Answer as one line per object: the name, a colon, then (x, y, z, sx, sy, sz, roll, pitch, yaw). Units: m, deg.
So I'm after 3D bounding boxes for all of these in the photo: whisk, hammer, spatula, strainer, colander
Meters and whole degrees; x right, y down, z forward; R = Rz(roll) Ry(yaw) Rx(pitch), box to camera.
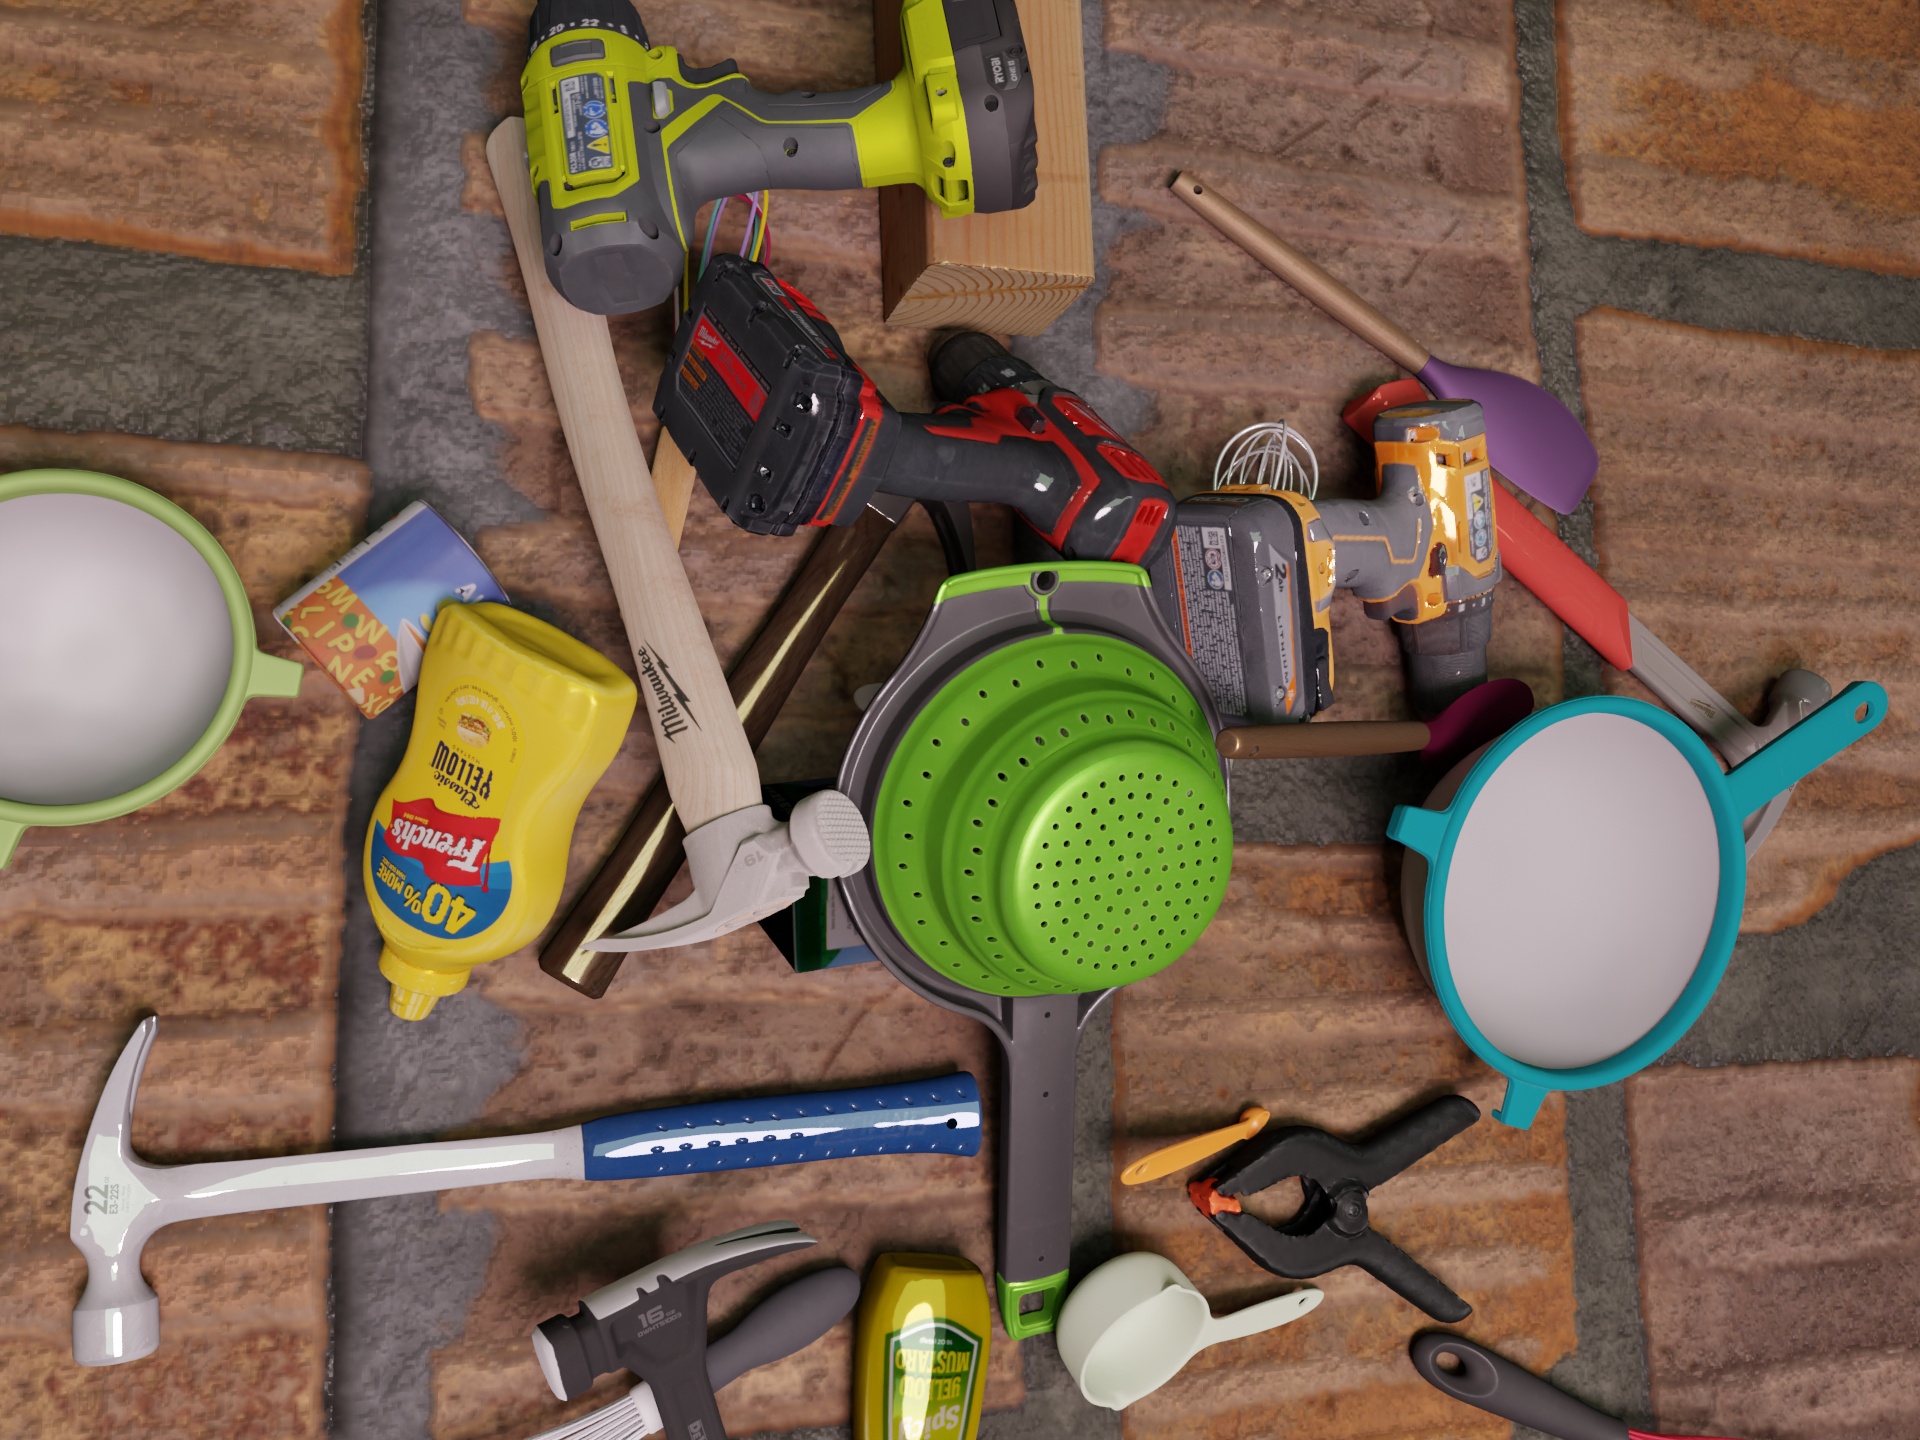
whisk: (0.150, -0.047, 0.869, 0.058, 0.059, 0.246, 12, 85, 0)
hammer: (-0.165, -0.098, 0.746, 0.038, 0.146, 0.411, 7, 61, -60)
spatula: (0.253, -0.227, 0.936, 0.315, 0.018, 0.060, 32, 84, -12)
hammer: (-0.188, 0.196, 0.742, 0.405, 0.035, 0.144, -2, 84, -17)
whisk: (-0.169, 0.330, 0.726, 0.284, 0.070, 0.070, -25, 91, -23)
whisk: (-0.137, -0.166, 0.803, 0.047, 0.051, 0.245, 11, 84, 6)
strainer: (-0.412, -0.073, 0.687, 0.151, 0.069, 0.256, -34, 93, -15)
colander: (0.052, 0.130, 0.728, 0.204, 0.095, 0.397, -6, 107, -22)
whisk: (0.380, 0.406, 0.884, 0.295, 0.073, 0.073, 26, 77, -6)
hammer: (0.362, -0.066, 0.942, 0.359, 0.037, 0.149, 39, 74, -10)
strainer: (0.372, 0.059, 0.895, 0.340, 0.095, 0.211, -29, 105, -18)
hammer: (-0.087, 0.400, 0.724, 0.127, 0.034, 0.337, -19, 99, -28)
hammer: (-0.102, -0.011, 0.795, 0.130, 0.031, 0.331, 33, 76, -10)

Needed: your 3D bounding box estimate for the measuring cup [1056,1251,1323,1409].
measuring cup: (0.120, 0.303, 0.824, 0.167, 0.038, 0.083, 2, 116, -35)

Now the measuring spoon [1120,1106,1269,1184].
measuring spoon: (0.121, 0.219, 0.824, 0.117, 0.011, 0.021, -6, 126, -42)

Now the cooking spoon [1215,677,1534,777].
cooking spoon: (0.222, 0.009, 0.811, 0.318, 0.017, 0.068, -1, 125, -48)

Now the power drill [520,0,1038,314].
power drill: (-0.089, -0.295, 0.733, 0.228, 0.080, 0.191, -10, 70, 0)

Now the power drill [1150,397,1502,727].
power drill: (0.207, -0.059, 0.839, 0.226, 0.084, 0.185, -23, 111, -36)

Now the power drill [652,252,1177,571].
power drill: (-0.024, -0.145, 0.743, 0.226, 0.188, 0.080, 5, 126, -39)

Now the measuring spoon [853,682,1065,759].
measuring spoon: (-0.001, -0.003, 0.821, 0.124, 0.018, 0.034, 11, 92, -28)
